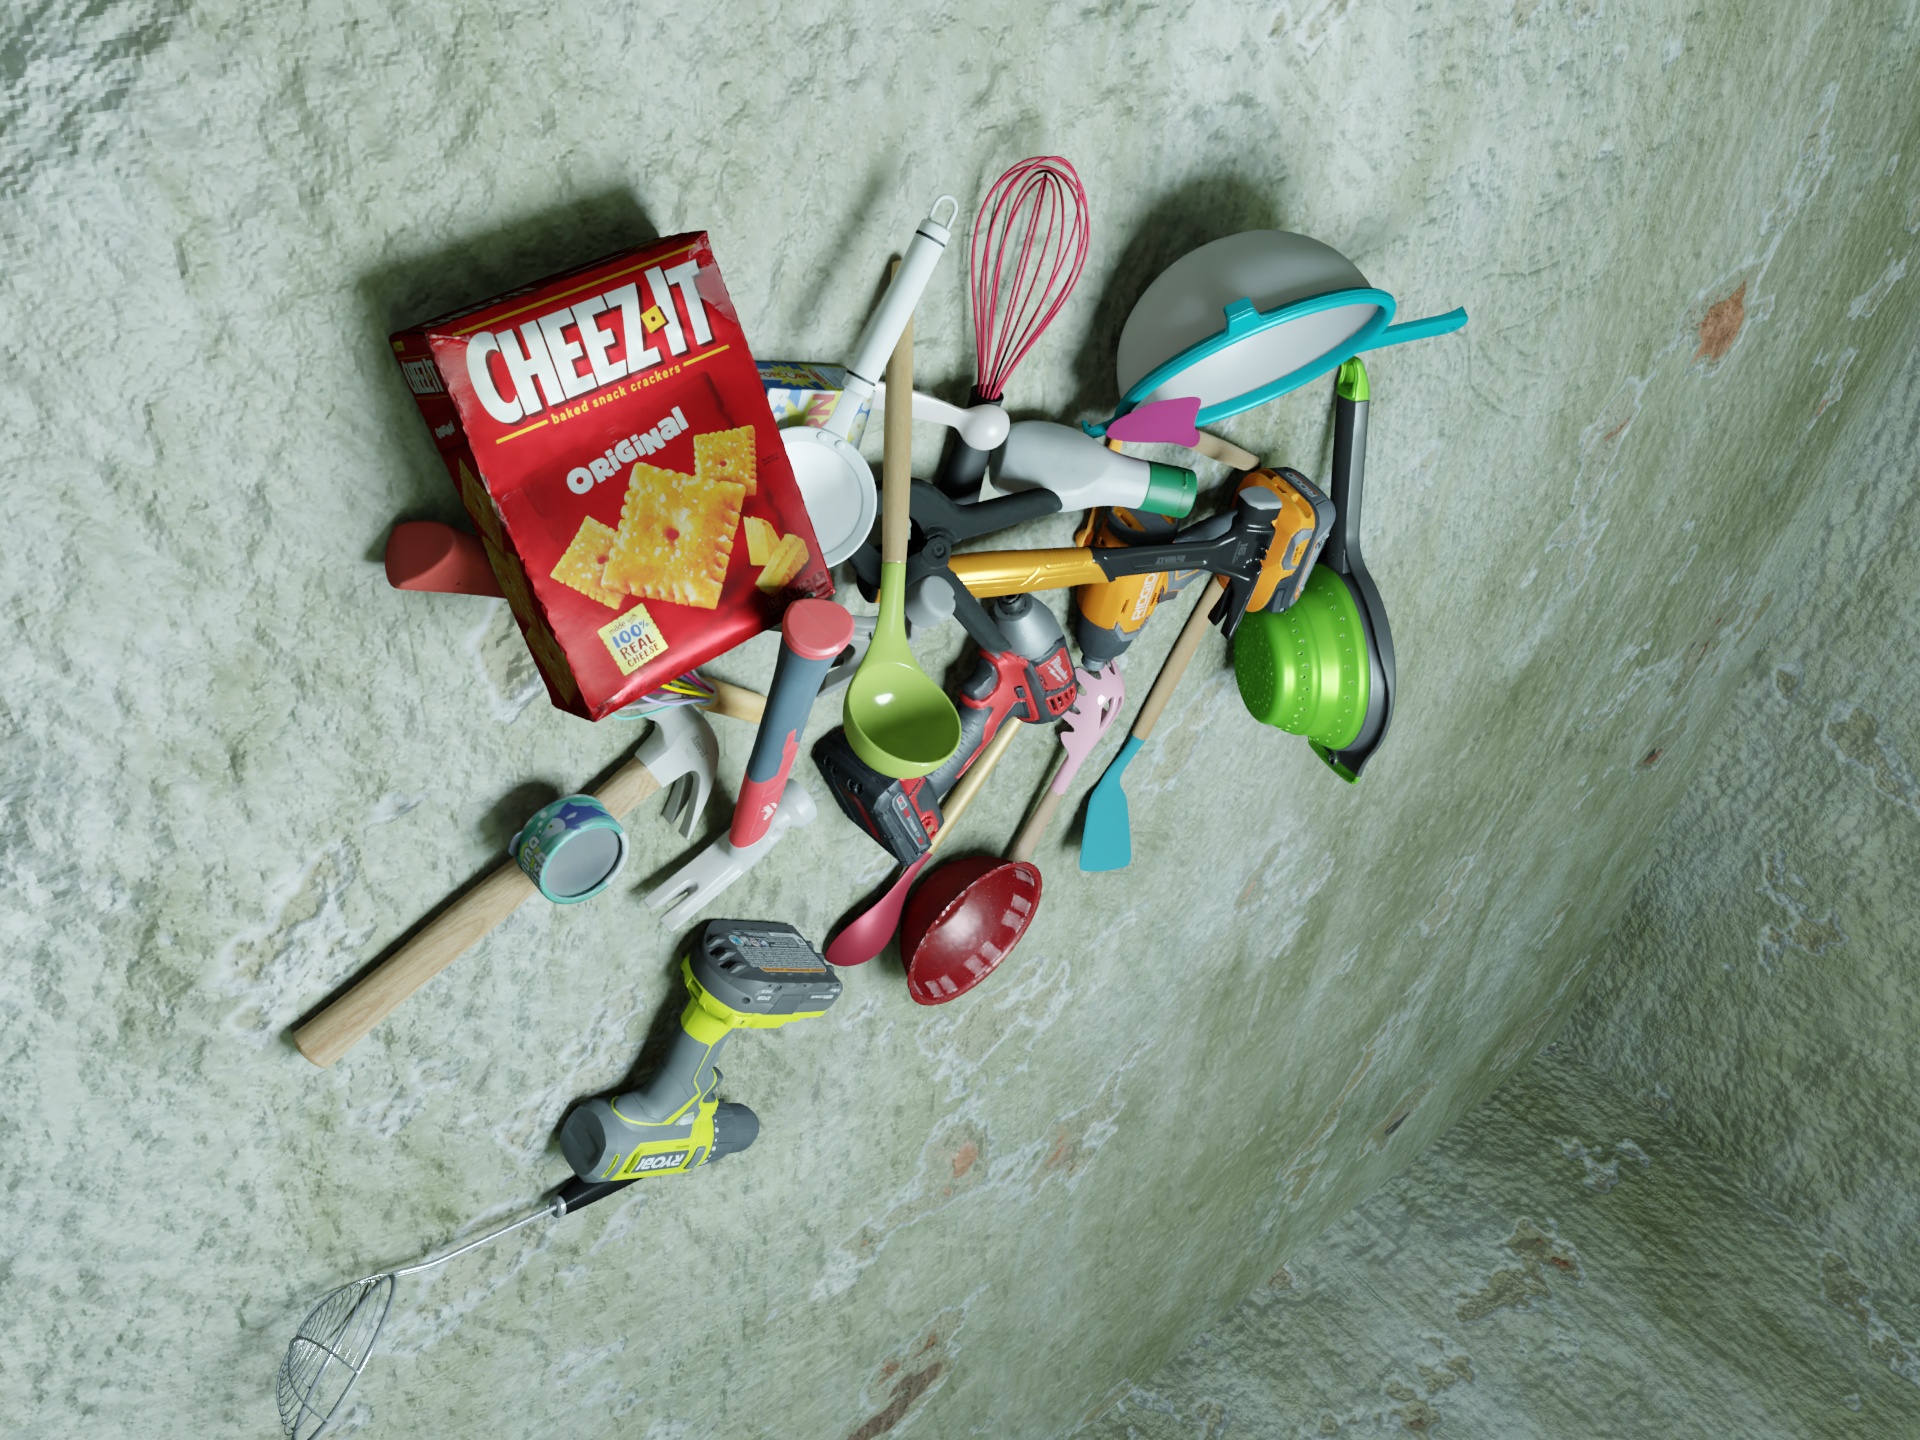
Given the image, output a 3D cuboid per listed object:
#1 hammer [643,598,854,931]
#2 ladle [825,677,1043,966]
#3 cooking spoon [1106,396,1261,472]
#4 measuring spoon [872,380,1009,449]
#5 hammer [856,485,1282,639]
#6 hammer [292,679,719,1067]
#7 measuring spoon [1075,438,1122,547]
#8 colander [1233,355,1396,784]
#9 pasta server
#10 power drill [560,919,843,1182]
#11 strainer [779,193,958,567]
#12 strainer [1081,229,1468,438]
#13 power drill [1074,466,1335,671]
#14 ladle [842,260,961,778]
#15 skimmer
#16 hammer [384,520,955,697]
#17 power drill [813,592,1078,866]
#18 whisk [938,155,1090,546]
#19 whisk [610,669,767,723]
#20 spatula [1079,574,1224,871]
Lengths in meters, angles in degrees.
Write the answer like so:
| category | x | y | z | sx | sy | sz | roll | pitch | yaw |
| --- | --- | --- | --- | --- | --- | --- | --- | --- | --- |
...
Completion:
| category | x | y | z | sx | sy | sz | roll | pitch | yaw |
| --- | --- | --- | --- | --- | --- | --- | --- | --- | --- |
| hammer | -0.131 | 0.032 | 1.013 | 0.143 | 0.038 | 0.386 | -40 | 171 | -24 |
| ladle | -0.015 | 0.089 | 1.364 | 0.315 | 0.031 | 0.069 | -56 | 154 | 6 |
| cooking spoon | 0.188 | -0.216 | 1.238 | 0.069 | 0.017 | 0.318 | -23 | 173 | 24 |
| measuring spoon | -0.022 | -0.200 | 1.041 | 0.124 | 0.018 | 0.034 | 11 | 135 | -27 |
| hammer | 0.081 | -0.109 | 1.189 | 0.336 | 0.034 | 0.127 | -6 | 131 | -24 |
| hammer | -0.295 | 0.109 | 1.055 | 0.331 | 0.031 | 0.129 | -41 | 145 | -12 |
| measuring spoon | 0.110 | -0.188 | 1.253 | 0.021 | 0.011 | 0.116 | -32 | 143 | -54 |
| colander | 0.313 | -0.130 | 1.449 | 0.094 | 0.205 | 0.396 | -8 | 115 | -12 |
| pasta server | 0.071 | 0.080 | 1.456 | 0.060 | 0.040 | 0.316 | -4 | 129 | -47 |
| power drill | -0.196 | 0.276 | 1.293 | 0.190 | 0.080 | 0.228 | 13 | 115 | -53 |
| strainer | -0.063 | -0.193 | 0.949 | 0.087 | 0.050 | 0.258 | 26 | 100 | -10 |
| strainer | 0.247 | -0.307 | 1.176 | 0.340 | 0.095 | 0.211 | -18 | 174 | -32 |
| power drill | 0.194 | -0.125 | 1.342 | 0.226 | 0.084 | 0.164 | -16 | 141 | -32 |
| ladle | -0.034 | -0.124 | 0.980 | 0.078 | 0.062 | 0.320 | 1 | 91 | -32 |
| skimmer | -0.358 | 0.434 | 1.247 | 0.363 | 0.090 | 0.127 | -17 | 167 | -42 |
| hammer | -0.179 | -0.070 | 0.981 | 0.358 | 0.037 | 0.149 | 6 | 155 | -43 |
| power drill | -0.002 | -0.004 | 1.246 | 0.220 | 0.079 | 0.143 | -43 | 146 | -15 |
| whisk | 0.024 | -0.236 | 1.067 | 0.073 | 0.073 | 0.295 | -20 | 143 | -37 |
| whisk | -0.169 | -0.017 | 1.014 | 0.245 | 0.047 | 0.051 | 22 | 63 | -74 |
| spatula | 0.188 | -0.001 | 1.492 | 0.082 | 0.044 | 0.317 | 1 | 121 | -47 |
